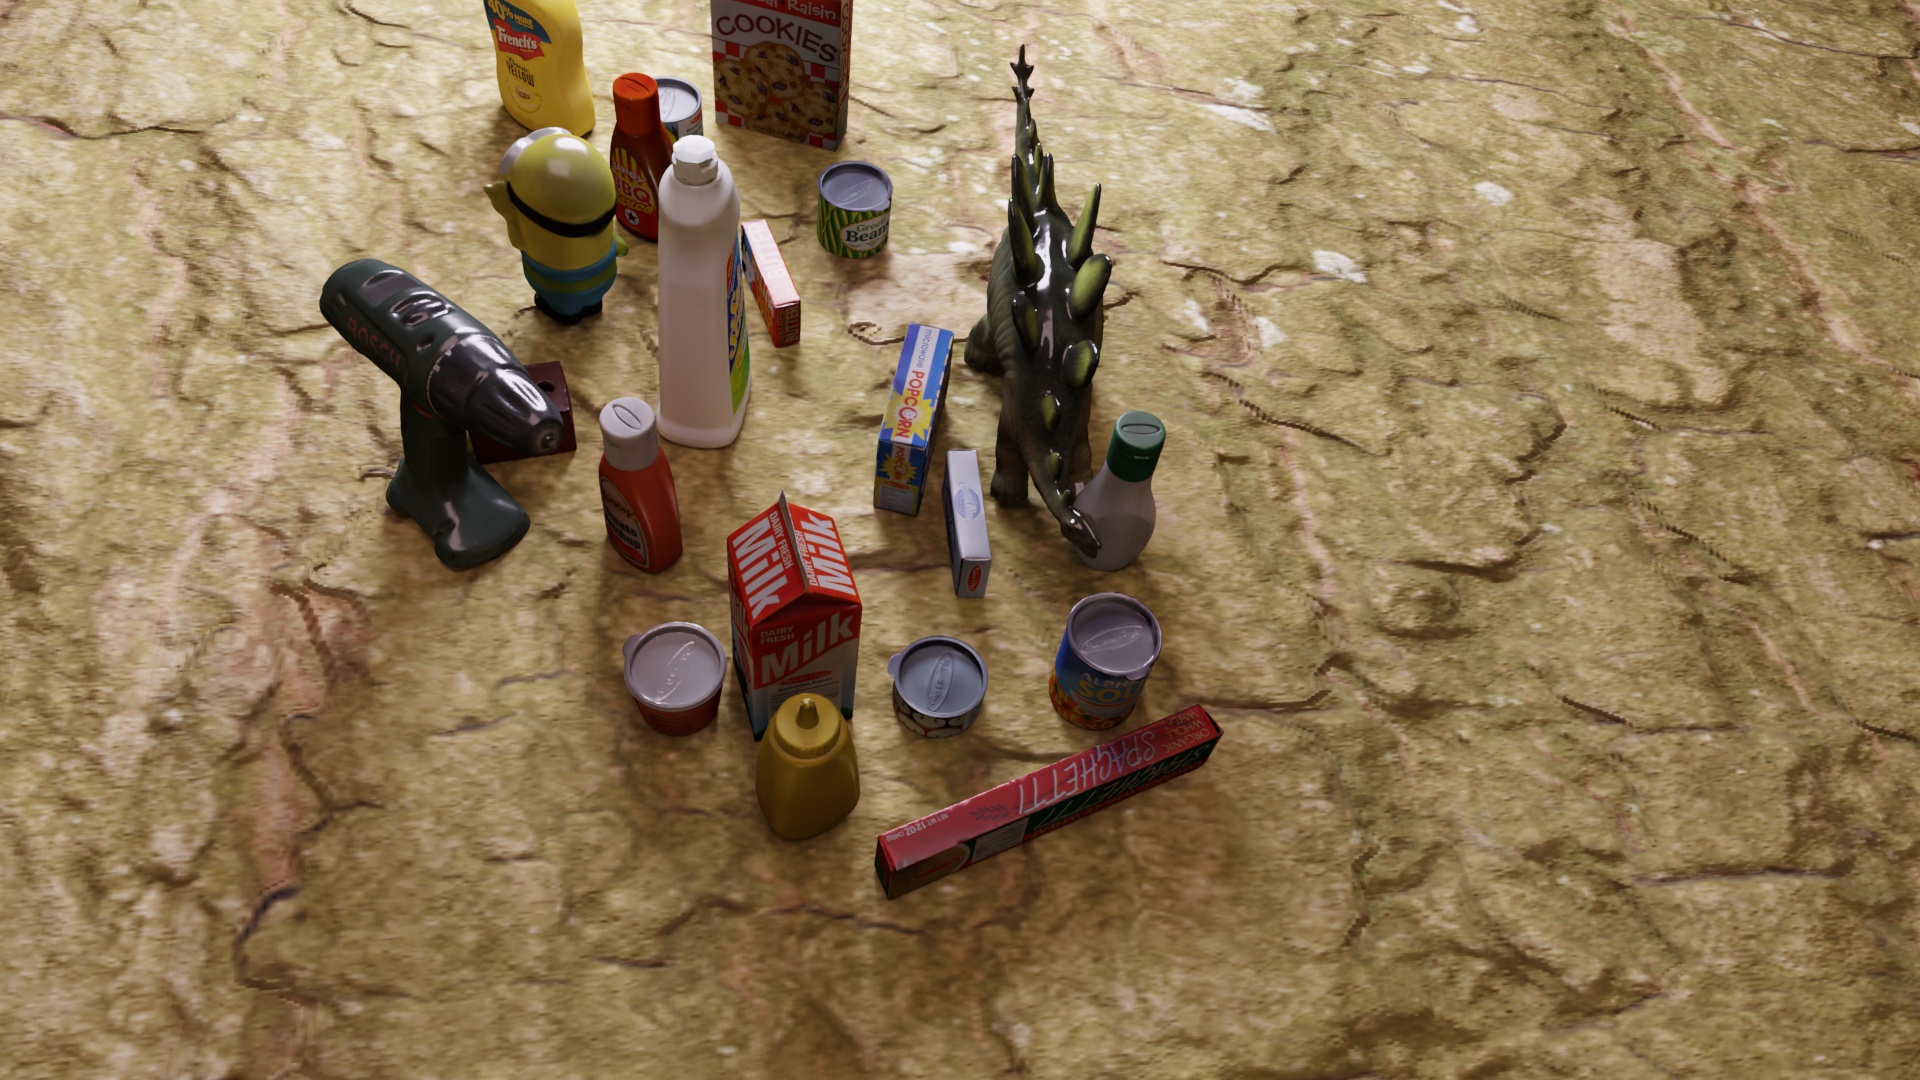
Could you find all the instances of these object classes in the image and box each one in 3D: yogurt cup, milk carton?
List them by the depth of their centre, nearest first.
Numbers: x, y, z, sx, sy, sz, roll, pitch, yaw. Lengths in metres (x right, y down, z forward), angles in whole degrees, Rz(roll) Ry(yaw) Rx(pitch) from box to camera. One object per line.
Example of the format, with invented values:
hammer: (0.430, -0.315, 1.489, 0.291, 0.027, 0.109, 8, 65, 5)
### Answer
milk carton: (-0.109, 0.050, 0.908, 0.073, 0.189, 0.072, -12, 57, -15)
yogurt cup: (-0.193, 0.098, 0.947, 0.072, 0.053, 0.073, 4, 54, -5)

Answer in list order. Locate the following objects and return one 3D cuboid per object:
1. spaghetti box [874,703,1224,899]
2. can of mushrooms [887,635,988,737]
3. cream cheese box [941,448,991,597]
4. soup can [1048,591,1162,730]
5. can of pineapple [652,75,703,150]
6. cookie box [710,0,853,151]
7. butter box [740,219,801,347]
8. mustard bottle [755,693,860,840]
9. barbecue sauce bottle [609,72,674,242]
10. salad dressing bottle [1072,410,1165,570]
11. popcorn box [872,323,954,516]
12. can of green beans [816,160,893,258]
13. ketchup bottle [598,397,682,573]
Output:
spaghetti box: (0.061, 0.172, 0.929, 0.251, 0.050, 0.029, -19, 59, -20)
can of mushrooms: (-0.017, 0.102, 0.979, 0.071, 0.033, 0.071, 4, 54, -5)
cream cheese box: (0.004, -0.013, 1.052, 0.024, 0.053, 0.104, -2, 55, -9)
soup can: (0.101, 0.088, 0.974, 0.071, 0.083, 0.072, 4, 54, -5)
can of pineapple: (-0.272, -0.385, 1.280, 0.071, 0.057, 0.071, 4, 54, -5)
cookie box: (-0.164, -0.449, 1.272, 0.123, 0.166, 0.040, 15, 54, 4)
butter box: (-0.161, -0.218, 1.178, 0.024, 0.052, 0.104, -14, 58, -17)
mustard bottle: (-0.095, 0.134, 0.868, 0.065, 0.159, 0.049, -20, 60, -20)
barbecue sauce bottle: (-0.270, -0.326, 1.182, 0.065, 0.147, 0.044, 31, 57, 14)
salad dressing bottle: (0.119, -0.035, 1.025, 0.064, 0.146, 0.044, 2, 55, -6)
popcorn box: (-0.036, -0.095, 1.086, 0.038, 0.084, 0.127, 11, 54, 1)
can of green beans: (-0.095, -0.295, 1.238, 0.071, 0.057, 0.071, 4, 54, -5)
ketchup bottle: (-0.229, -0.041, 0.983, 0.065, 0.148, 0.044, 40, 59, 19)
